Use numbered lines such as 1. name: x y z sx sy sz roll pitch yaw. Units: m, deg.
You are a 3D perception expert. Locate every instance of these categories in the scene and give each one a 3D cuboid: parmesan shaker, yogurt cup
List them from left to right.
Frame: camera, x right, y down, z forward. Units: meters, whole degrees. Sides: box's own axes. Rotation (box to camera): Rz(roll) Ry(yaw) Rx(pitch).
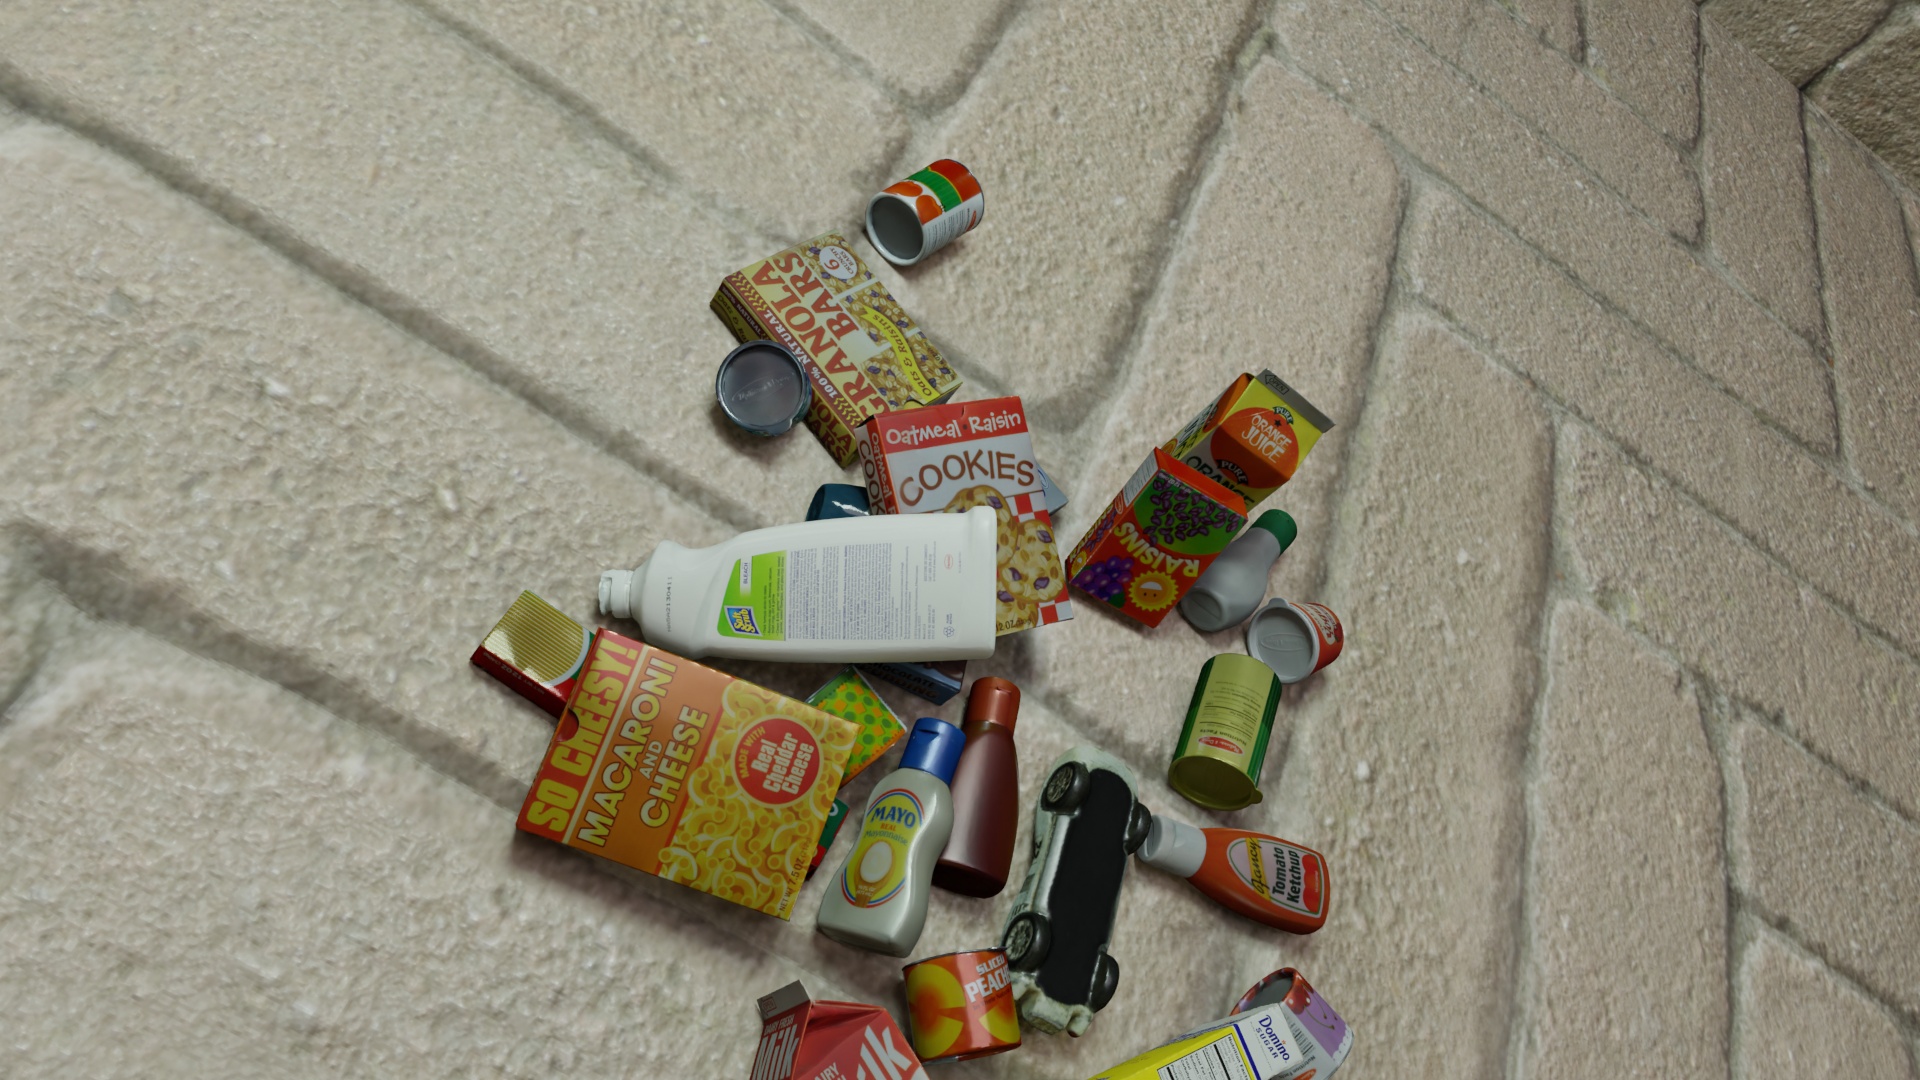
1. parmesan shaker: 0.207 0.146 1.062 0.071 0.071 0.103 35 49 -9
2. yogurt cup: 0.280 0.082 1.151 0.054 0.072 0.072 -7 67 -43

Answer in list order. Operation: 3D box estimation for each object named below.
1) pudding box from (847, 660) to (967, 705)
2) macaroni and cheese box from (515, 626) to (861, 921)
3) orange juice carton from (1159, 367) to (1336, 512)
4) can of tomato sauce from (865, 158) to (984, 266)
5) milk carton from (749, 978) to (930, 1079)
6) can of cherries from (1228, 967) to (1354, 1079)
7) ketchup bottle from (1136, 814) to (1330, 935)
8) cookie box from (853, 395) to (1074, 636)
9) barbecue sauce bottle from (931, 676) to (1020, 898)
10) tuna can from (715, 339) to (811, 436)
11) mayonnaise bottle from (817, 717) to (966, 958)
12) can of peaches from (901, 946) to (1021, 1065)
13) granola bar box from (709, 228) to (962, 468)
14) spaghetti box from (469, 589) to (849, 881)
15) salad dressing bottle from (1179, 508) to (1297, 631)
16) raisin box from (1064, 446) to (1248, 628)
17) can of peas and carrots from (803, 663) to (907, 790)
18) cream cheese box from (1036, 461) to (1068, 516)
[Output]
1. pudding box: -0.037 0.076 0.979 0.084 0.030 0.050 25 51 -17
2. macaroni and cheese box: -0.159 0.137 0.822 0.166 0.040 0.124 22 77 -12
3. orange juice carton: 0.211 -0.063 1.110 0.072 0.191 0.073 38 49 -6
4. can of tomato sauce: -0.032 -0.278 1.174 0.071 0.071 0.083 48 50 2
5. milk carton: -0.053 0.337 0.785 0.074 0.072 0.190 -27 80 -40
6. can of cherries: 0.227 0.339 0.962 0.058 0.071 0.072 48 49 3
7. ketchup bottle: 0.200 0.240 1.018 0.149 0.043 0.065 22 53 -18
8. cookie box: 0.003 -0.012 0.977 0.123 0.040 0.167 -11 86 -32
9. barbecue sauce bottle: 0.012 0.164 0.948 0.065 0.043 0.149 22 52 -11
10. tuna can: -0.140 -0.107 1.005 0.071 0.033 0.071 0 85 1
11. mayonnaise bottle: -0.037 0.185 0.881 0.041 0.065 0.149 59 44 -48
12. can of peaches: 0.002 0.286 0.851 0.071 0.071 0.058 5 61 -29
13. granola bar box: -0.094 -0.153 1.077 0.165 0.039 0.125 50 50 4
14. spaghetti box: -0.182 0.122 0.863 0.250 0.028 0.050 36 51 -8
15. salad dressing bottle: 0.239 0.021 1.174 0.064 0.043 0.148 36 45 16
16. raisin box: 0.151 -0.001 1.079 0.086 0.123 0.040 28 28 -16
17. can of peas and carrots: -0.079 0.124 0.902 0.059 0.070 0.071 49 49 2
18. cream cheese box: 0.039 -0.031 1.080 0.053 0.024 0.104 52 35 6
